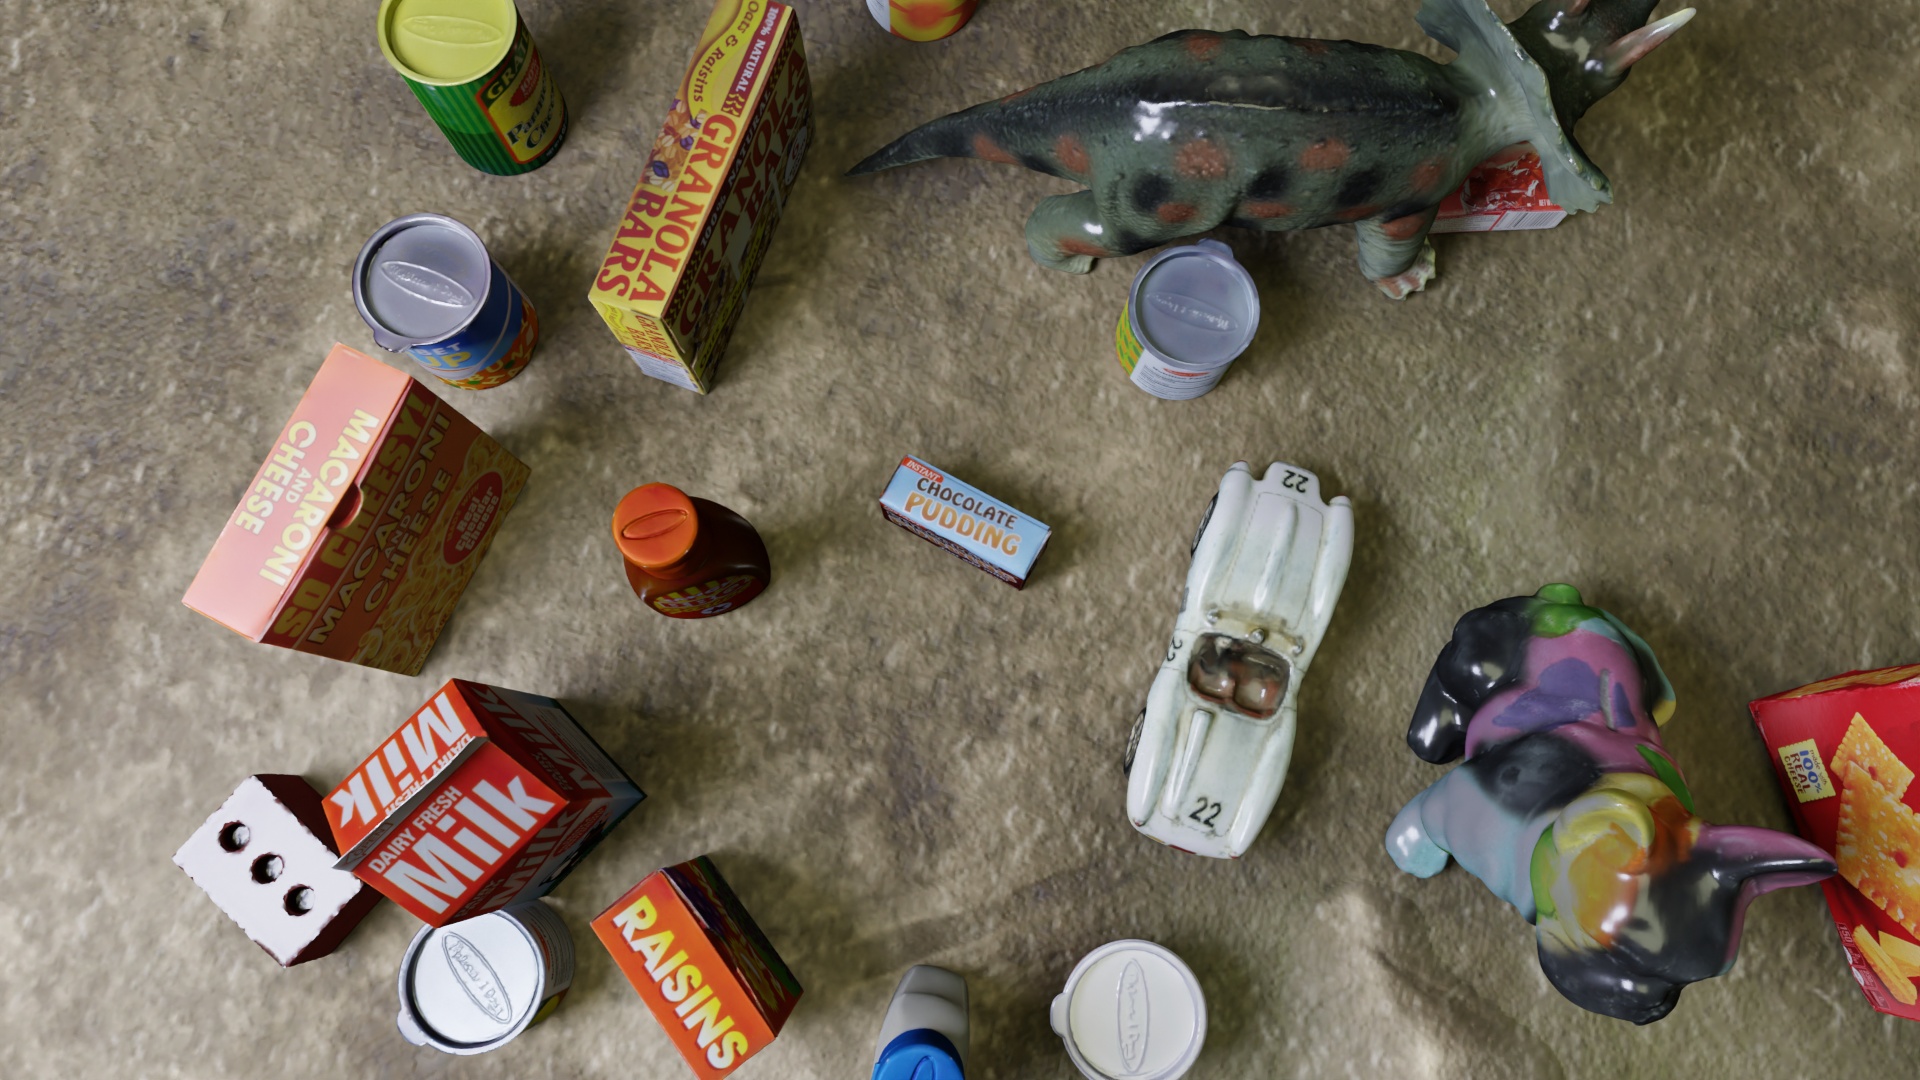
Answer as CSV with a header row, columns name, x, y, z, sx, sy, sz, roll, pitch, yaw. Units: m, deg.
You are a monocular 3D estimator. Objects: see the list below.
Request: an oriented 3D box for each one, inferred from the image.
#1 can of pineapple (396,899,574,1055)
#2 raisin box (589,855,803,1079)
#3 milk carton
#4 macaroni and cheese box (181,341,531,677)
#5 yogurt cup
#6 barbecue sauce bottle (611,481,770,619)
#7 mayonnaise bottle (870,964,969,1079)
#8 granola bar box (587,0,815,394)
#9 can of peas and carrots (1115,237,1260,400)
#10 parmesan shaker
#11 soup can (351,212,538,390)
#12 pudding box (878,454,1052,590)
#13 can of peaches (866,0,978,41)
name,x,y,z,sx,sy,sz,roll,pitch,yaw
can of pineapple,-0.222,0.203,0.652,0.071,0.057,0.071,0,80,-1
raisin box,-0.114,0.189,0.624,0.040,0.123,0.086,-36,82,-7
milk carton,-0.205,0.112,0.602,0.073,0.190,0.072,45,82,6
macaroni and cheese box,-0.265,-0.006,0.636,0.040,0.166,0.124,25,80,3
yogurt cup,0.079,0.221,0.657,0.072,0.054,0.072,0,80,-1
barbecue sauce bottle,-0.128,0.005,0.646,0.065,0.148,0.044,-17,81,-4
mayonnaise bottle,-0.017,0.226,0.606,0.041,0.148,0.065,14,80,1
granola bar box,-0.122,-0.168,0.691,0.039,0.124,0.166,20,80,2
can of peas and carrots,0.117,-0.114,0.719,0.071,0.058,0.071,0,80,-1
parmesan shaker,-0.245,-0.241,0.713,0.071,0.103,0.071,0,80,-1
soup can,-0.257,-0.115,0.698,0.071,0.083,0.071,0,80,-1
pudding box,0.003,-0.009,0.701,0.084,0.049,0.030,28,81,4
can of peaches,-0.019,-0.315,0.754,0.071,0.058,0.071,0,80,-1
